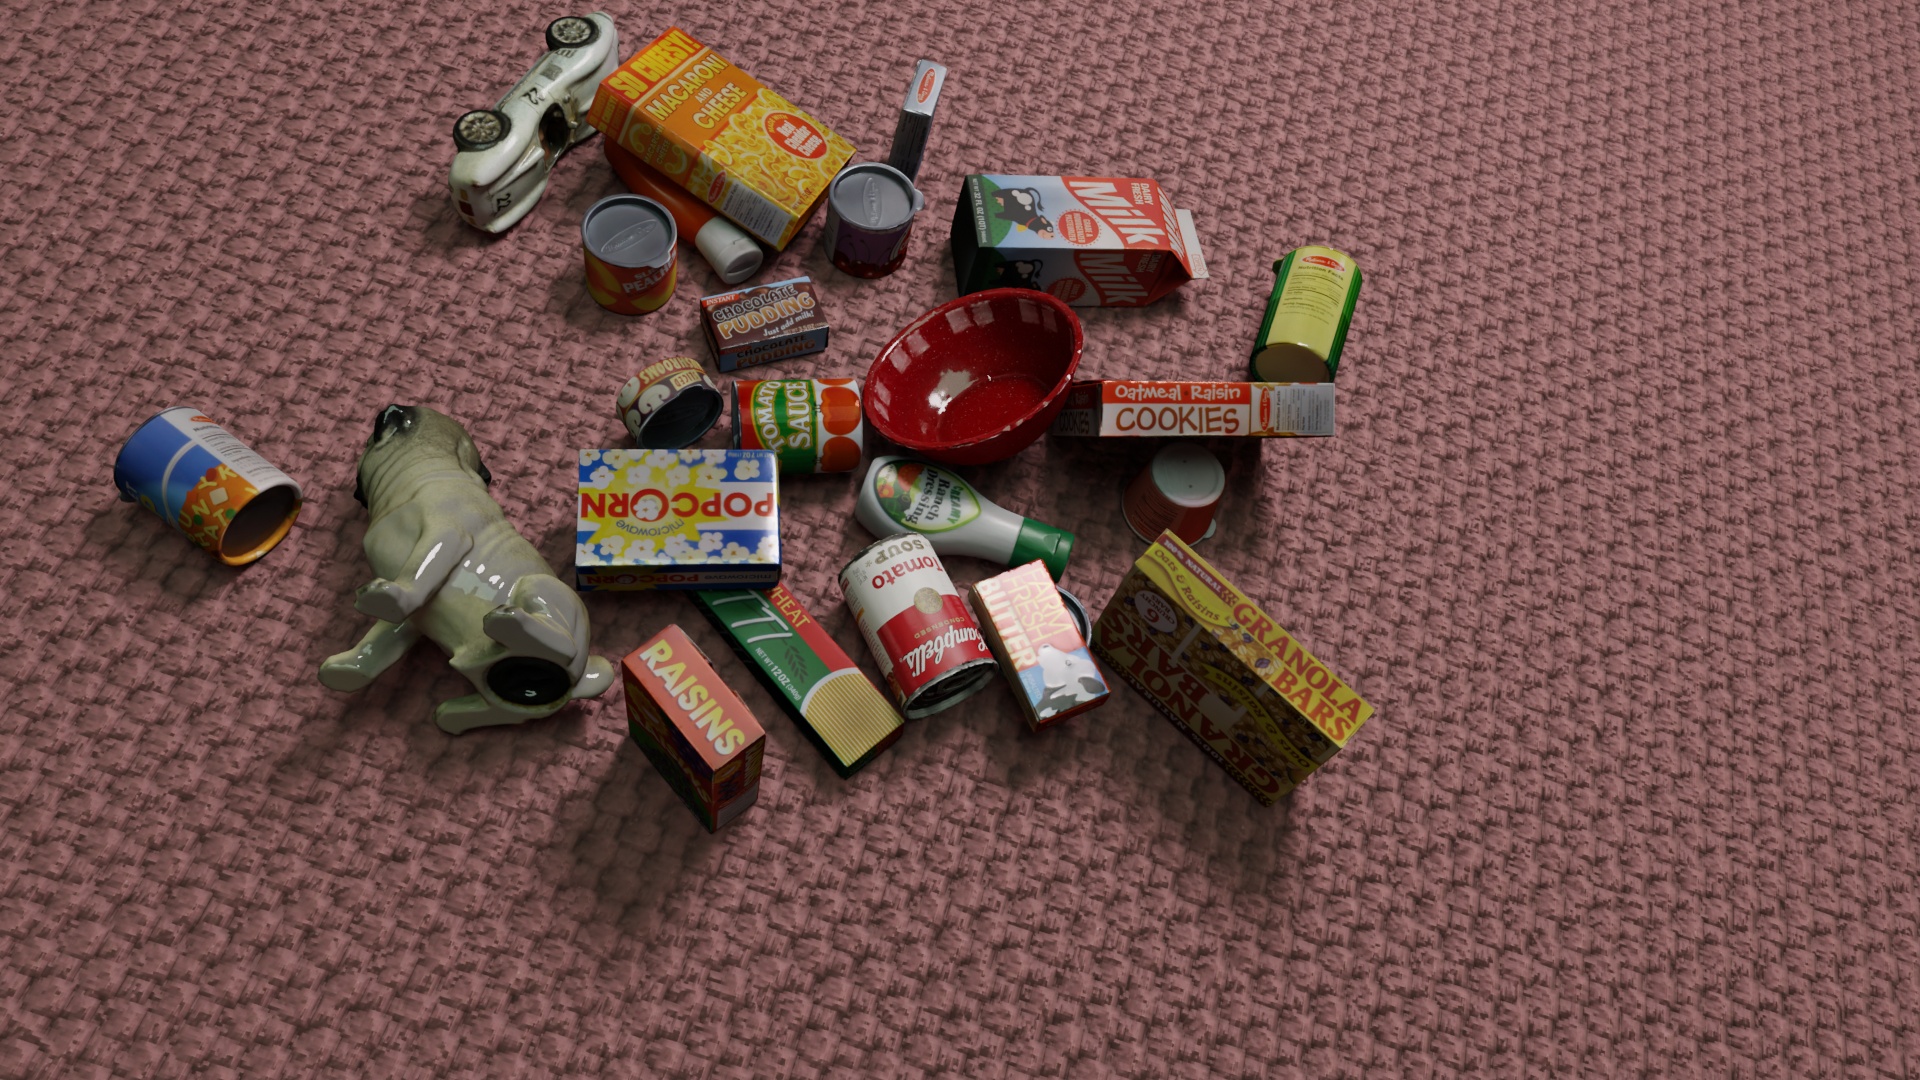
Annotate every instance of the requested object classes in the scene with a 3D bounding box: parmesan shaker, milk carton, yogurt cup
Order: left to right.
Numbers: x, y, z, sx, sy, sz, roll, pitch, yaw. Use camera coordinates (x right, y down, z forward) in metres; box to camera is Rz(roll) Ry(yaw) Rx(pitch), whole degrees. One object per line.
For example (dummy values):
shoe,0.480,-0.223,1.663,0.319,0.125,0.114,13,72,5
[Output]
milk carton,0.094,-0.229,1.069,0.191,0.073,0.072,-2,63,-13
yogurt cup,0.154,-0.034,0.987,0.072,0.053,0.073,4,61,-8
parmesan shaker,0.264,-0.169,1.075,0.071,0.071,0.103,23,61,1

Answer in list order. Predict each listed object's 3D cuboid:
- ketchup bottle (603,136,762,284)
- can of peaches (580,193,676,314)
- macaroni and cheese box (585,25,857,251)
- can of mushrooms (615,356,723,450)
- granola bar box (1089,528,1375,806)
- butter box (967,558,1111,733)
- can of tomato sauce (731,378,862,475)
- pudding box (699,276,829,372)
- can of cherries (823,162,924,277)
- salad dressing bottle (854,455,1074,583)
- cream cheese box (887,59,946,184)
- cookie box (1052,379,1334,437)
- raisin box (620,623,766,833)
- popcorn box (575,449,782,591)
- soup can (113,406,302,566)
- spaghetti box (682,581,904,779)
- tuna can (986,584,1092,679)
ketchup bottle,-0.203,-0.257,1.041,0.065,0.043,0.149,-28,71,-31
can of peaches,-0.236,-0.203,0.998,0.071,0.057,0.071,5,61,-9
macaroni and cheese box,-0.175,-0.301,1.035,0.166,0.040,0.124,33,42,-7
can of mushrooms,-0.196,-0.092,0.939,0.071,0.070,0.033,-28,69,-23
granola bar box,0.164,0.085,0.884,0.166,0.123,0.039,42,63,12
butter box,0.049,0.066,0.890,0.053,0.024,0.104,-19,68,-19
can of tomato sauce,-0.112,-0.078,0.948,0.083,0.071,0.071,-3,63,-13
pudding box,-0.142,-0.157,1.008,0.084,0.030,0.050,-15,65,-18
can of cherries,-0.066,-0.241,1.052,0.071,0.058,0.072,5,60,-9
salad dressing bottle,0.003,-0.012,0.951,0.148,0.043,0.064,20,62,-1
cream cheese box,-0.037,-0.313,1.070,0.024,0.103,0.053,18,61,-4
cookie box,0.159,-0.092,0.979,0.168,0.123,0.040,0,94,-11
raisin box,-0.155,0.112,0.808,0.040,0.122,0.086,-36,74,-25
popcorn box,-0.179,-0.013,0.884,0.127,0.038,0.085,0,63,-11
soup can,-0.464,-0.031,0.858,0.084,0.071,0.072,34,61,7
spaghetti box,-0.136,0.045,0.901,0.050,0.028,0.250,-36,74,-25
tuna can,0.054,0.066,0.925,0.071,0.032,0.071,5,62,-9
